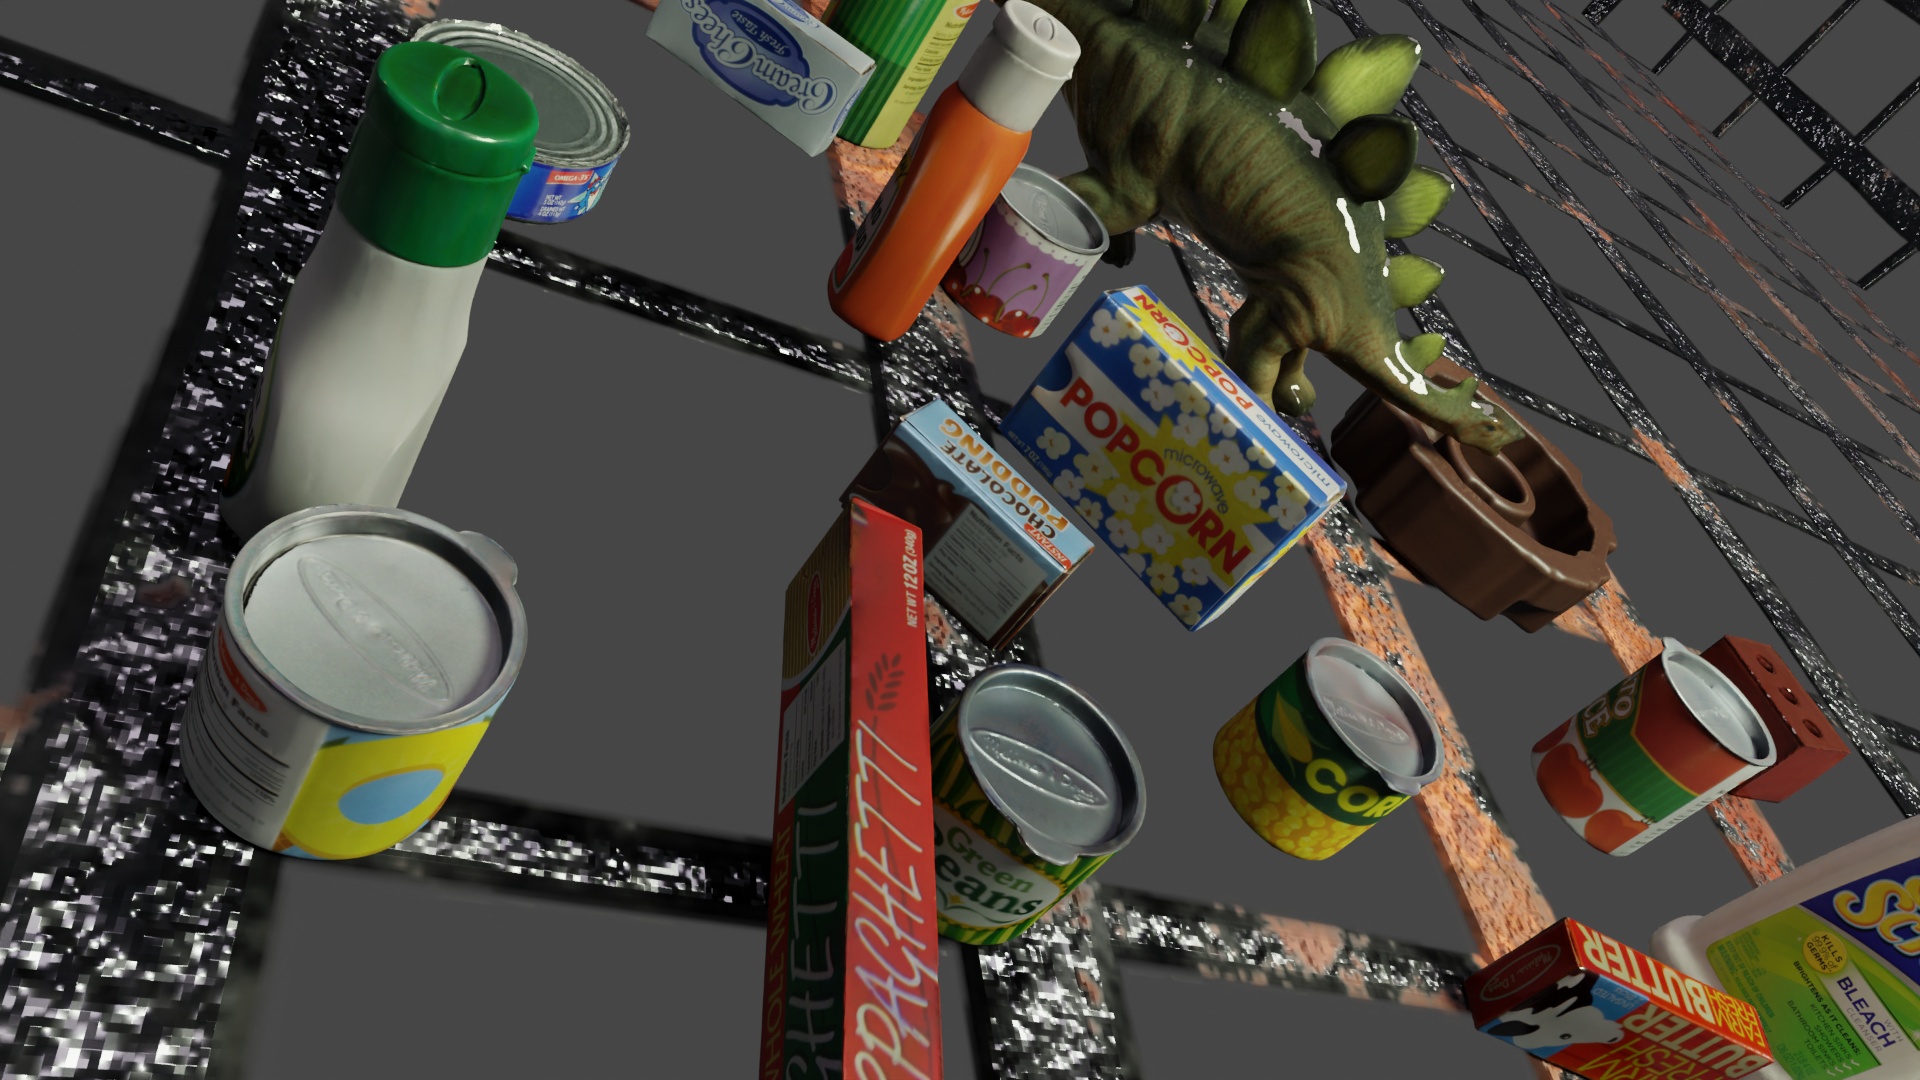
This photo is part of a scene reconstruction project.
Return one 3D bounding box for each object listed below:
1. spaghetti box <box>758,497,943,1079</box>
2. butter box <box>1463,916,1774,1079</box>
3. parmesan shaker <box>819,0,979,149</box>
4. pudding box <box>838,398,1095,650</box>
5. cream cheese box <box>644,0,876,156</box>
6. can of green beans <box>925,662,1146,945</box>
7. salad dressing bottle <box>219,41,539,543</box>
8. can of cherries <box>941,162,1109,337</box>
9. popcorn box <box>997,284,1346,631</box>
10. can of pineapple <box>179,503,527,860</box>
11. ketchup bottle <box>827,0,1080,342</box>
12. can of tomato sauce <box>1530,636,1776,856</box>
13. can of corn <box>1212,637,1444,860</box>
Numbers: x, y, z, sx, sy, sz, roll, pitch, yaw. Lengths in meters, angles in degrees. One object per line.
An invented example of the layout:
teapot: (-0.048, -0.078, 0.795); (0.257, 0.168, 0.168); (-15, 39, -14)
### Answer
spaghetti box: (-0.031, 0.092, 0.379); (0.029, 0.050, 0.251); (22, 39, -23)
butter box: (0.248, 0.181, 0.525); (0.103, 0.053, 0.024); (27, 37, -17)
parmesan shaker: (-0.039, -0.263, 0.717); (0.071, 0.102, 0.072); (24, 38, -20)
pudding box: (0.002, -0.006, 0.516); (0.084, 0.049, 0.030); (43, 35, 6)
cream cheese box: (-0.098, -0.242, 0.684); (0.104, 0.053, 0.024); (35, 35, -5)
can of green beans: (0.013, 0.081, 0.423); (0.071, 0.057, 0.071); (24, 38, -20)
salad dressing bottle: (-0.148, -0.055, 0.352); (0.044, 0.147, 0.064); (22, 38, -22)
can of cherries: (0.028, -0.143, 0.683); (0.071, 0.058, 0.072); (24, 38, -20)
popcorn box: (0.089, -0.036, 0.594); (0.127, 0.084, 0.038); (47, 36, 12)
can of pineapple: (-0.145, 0.034, 0.335); (0.071, 0.057, 0.071); (24, 38, -20)
ketchup bottle: (-0.004, -0.155, 0.590); (0.043, 0.148, 0.065); (29, 36, -14)
can of tomato sauce: (0.323, 0.099, 0.655); (0.071, 0.082, 0.071); (24, 38, -20)
can of corn: (0.141, 0.083, 0.533); (0.071, 0.058, 0.071); (24, 38, -20)
